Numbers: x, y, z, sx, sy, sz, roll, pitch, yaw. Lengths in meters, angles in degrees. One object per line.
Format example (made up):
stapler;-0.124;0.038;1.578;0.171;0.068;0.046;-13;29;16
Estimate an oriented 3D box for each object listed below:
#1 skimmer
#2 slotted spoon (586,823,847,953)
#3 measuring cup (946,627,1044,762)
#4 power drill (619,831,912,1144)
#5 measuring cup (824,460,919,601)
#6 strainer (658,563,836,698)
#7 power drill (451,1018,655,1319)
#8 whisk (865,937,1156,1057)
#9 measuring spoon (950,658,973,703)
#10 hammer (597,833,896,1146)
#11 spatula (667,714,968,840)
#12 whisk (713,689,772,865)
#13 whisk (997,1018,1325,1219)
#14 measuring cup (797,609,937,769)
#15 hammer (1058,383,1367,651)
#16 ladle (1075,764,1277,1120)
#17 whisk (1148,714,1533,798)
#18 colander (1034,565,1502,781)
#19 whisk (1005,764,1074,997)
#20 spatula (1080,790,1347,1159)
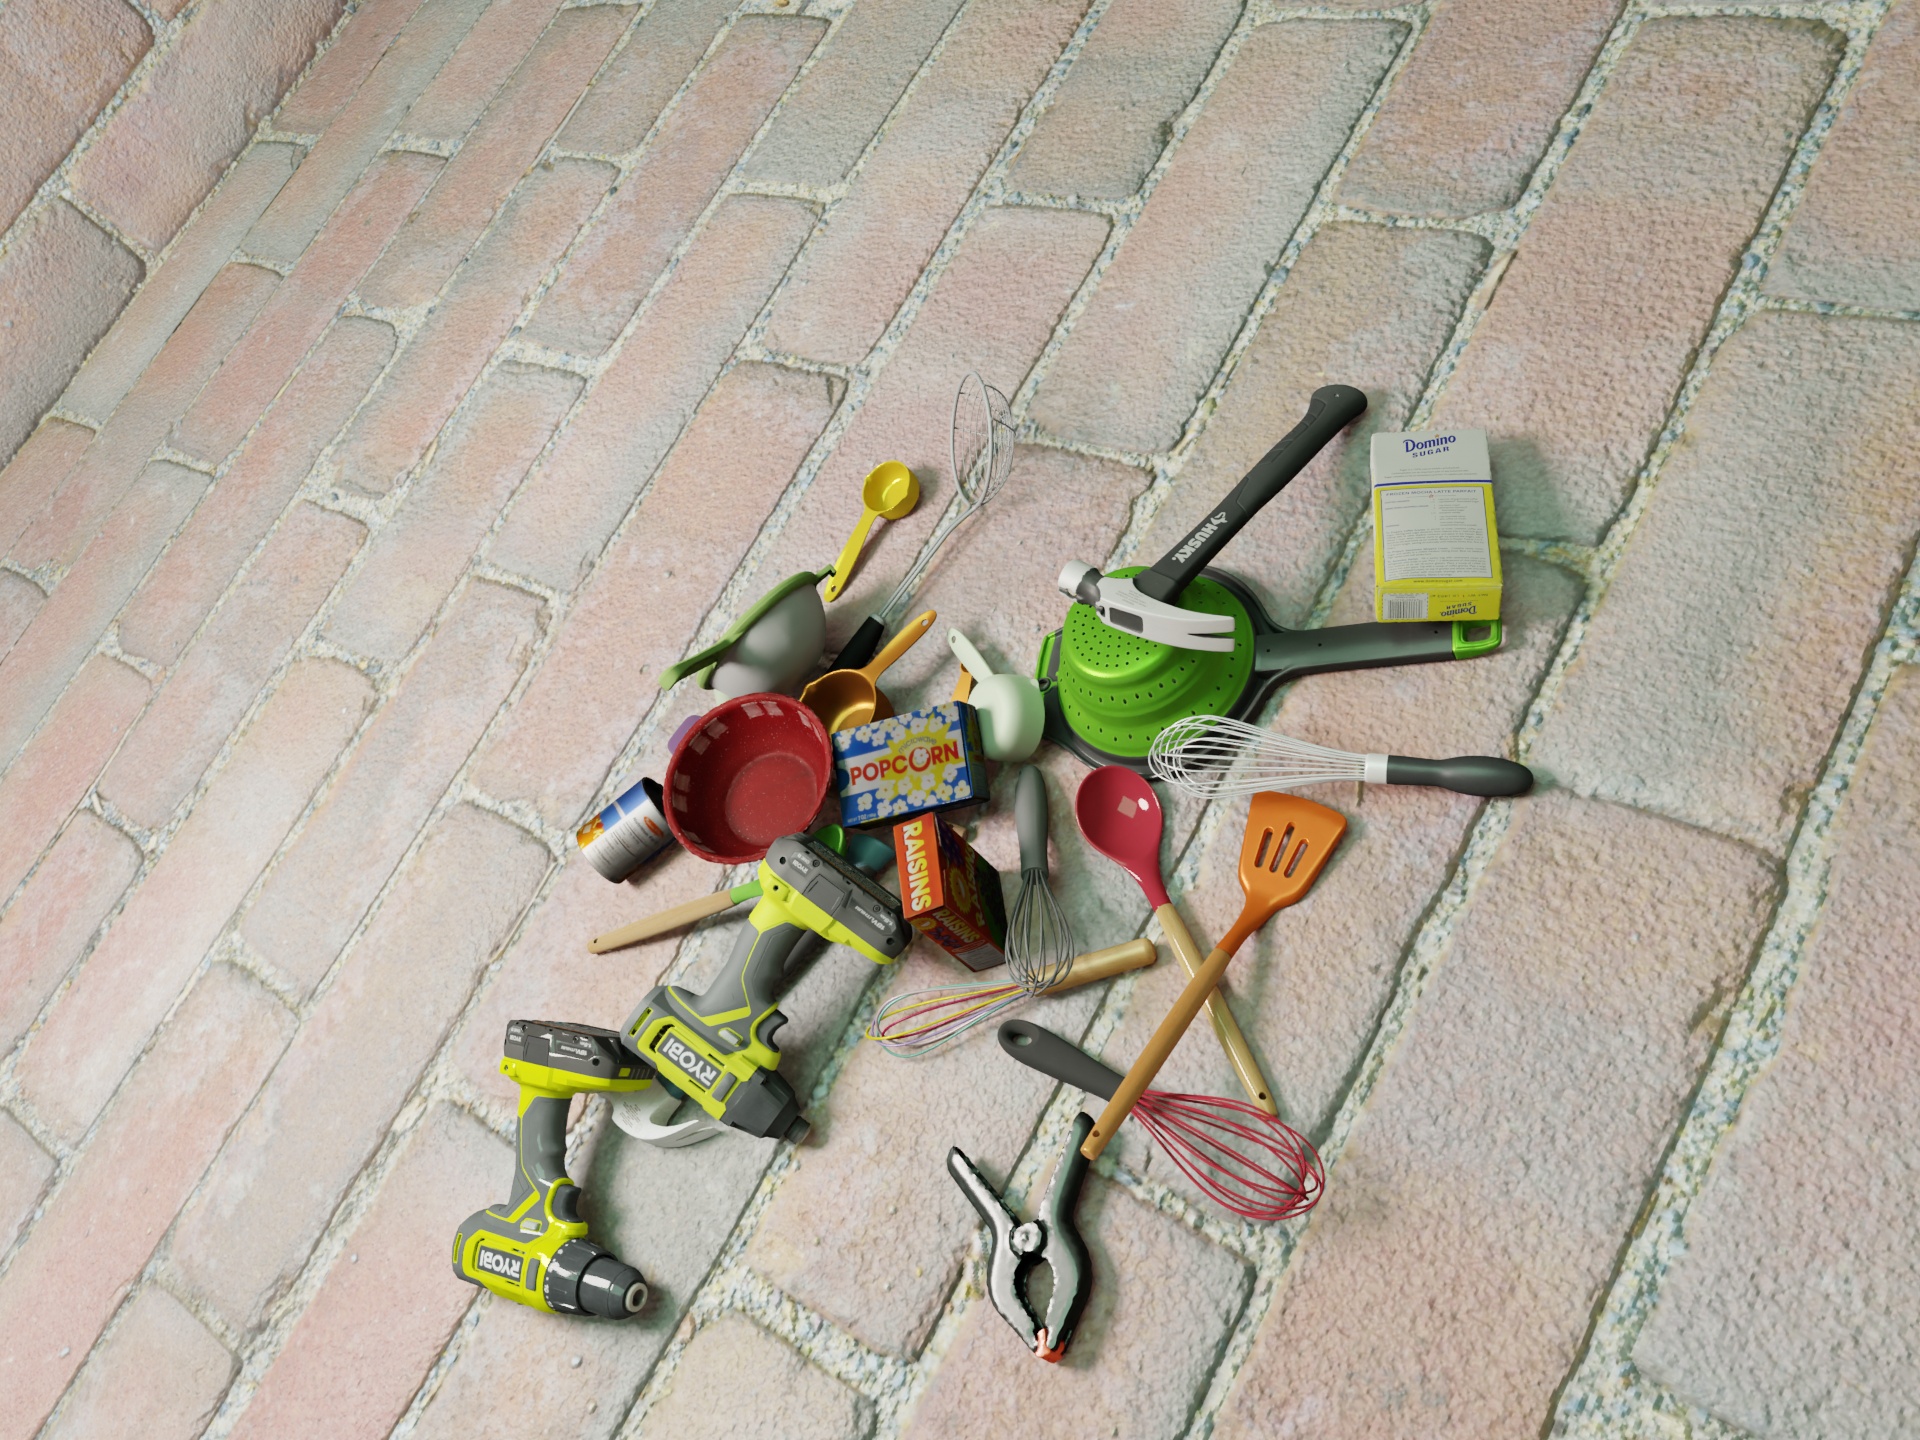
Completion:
skimmer;-0.064;-0.161;1.502;0.363;0.090;0.127;-54;18;-5
slotted spoon;-0.219;0.162;1.417;0.314;0.031;0.070;-22;42;29
measuring cup;0.015;-0.031;1.389;0.168;0.038;0.083;54;129;40
power drill;-0.144;0.219;1.286;0.171;0.080;0.223;36;93;4
measuring cup;-0.090;-0.183;1.579;0.062;0.029;0.156;28;91;38
strainer;-0.187;-0.051;1.435;0.069;0.256;0.151;44;114;3
power drill;-0.324;0.373;1.320;0.191;0.080;0.228;3;80;32
whisk;0.037;0.216;1.253;0.245;0.047;0.051;-19;73;15
measuring spoon;-0.002;-0.005;1.428;0.021;0.011;0.117;5;69;29
hammer;-0.177;0.228;1.373;0.331;0.033;0.128;-49;50;-4
spatula;-0.132;0.056;1.425;0.316;0.018;0.060;17;57;25
whisk;-0.204;0.039;1.497;0.059;0.057;0.247;-7;48;-15
whisk;0.134;0.279;1.151;0.296;0.073;0.073;20;74;43
measuring cup;-0.074;-0.027;1.454;0.173;0.052;0.095;-46;51;-4
hammer;0.237;-0.177;1.303;0.146;0.035;0.335;28;57;30
ladle;0.168;0.164;1.217;0.069;0.031;0.316;-21;54;-4
whisk;0.282;0.033;1.202;0.284;0.070;0.070;4;64;20
colander;0.223;-0.067;1.279;0.397;0.094;0.205;-6;60;27
whisk;0.059;0.121;1.271;0.055;0.055;0.239;-21;40;18
spatula;0.177;0.184;1.163;0.081;0.041;0.323;18;56;36
